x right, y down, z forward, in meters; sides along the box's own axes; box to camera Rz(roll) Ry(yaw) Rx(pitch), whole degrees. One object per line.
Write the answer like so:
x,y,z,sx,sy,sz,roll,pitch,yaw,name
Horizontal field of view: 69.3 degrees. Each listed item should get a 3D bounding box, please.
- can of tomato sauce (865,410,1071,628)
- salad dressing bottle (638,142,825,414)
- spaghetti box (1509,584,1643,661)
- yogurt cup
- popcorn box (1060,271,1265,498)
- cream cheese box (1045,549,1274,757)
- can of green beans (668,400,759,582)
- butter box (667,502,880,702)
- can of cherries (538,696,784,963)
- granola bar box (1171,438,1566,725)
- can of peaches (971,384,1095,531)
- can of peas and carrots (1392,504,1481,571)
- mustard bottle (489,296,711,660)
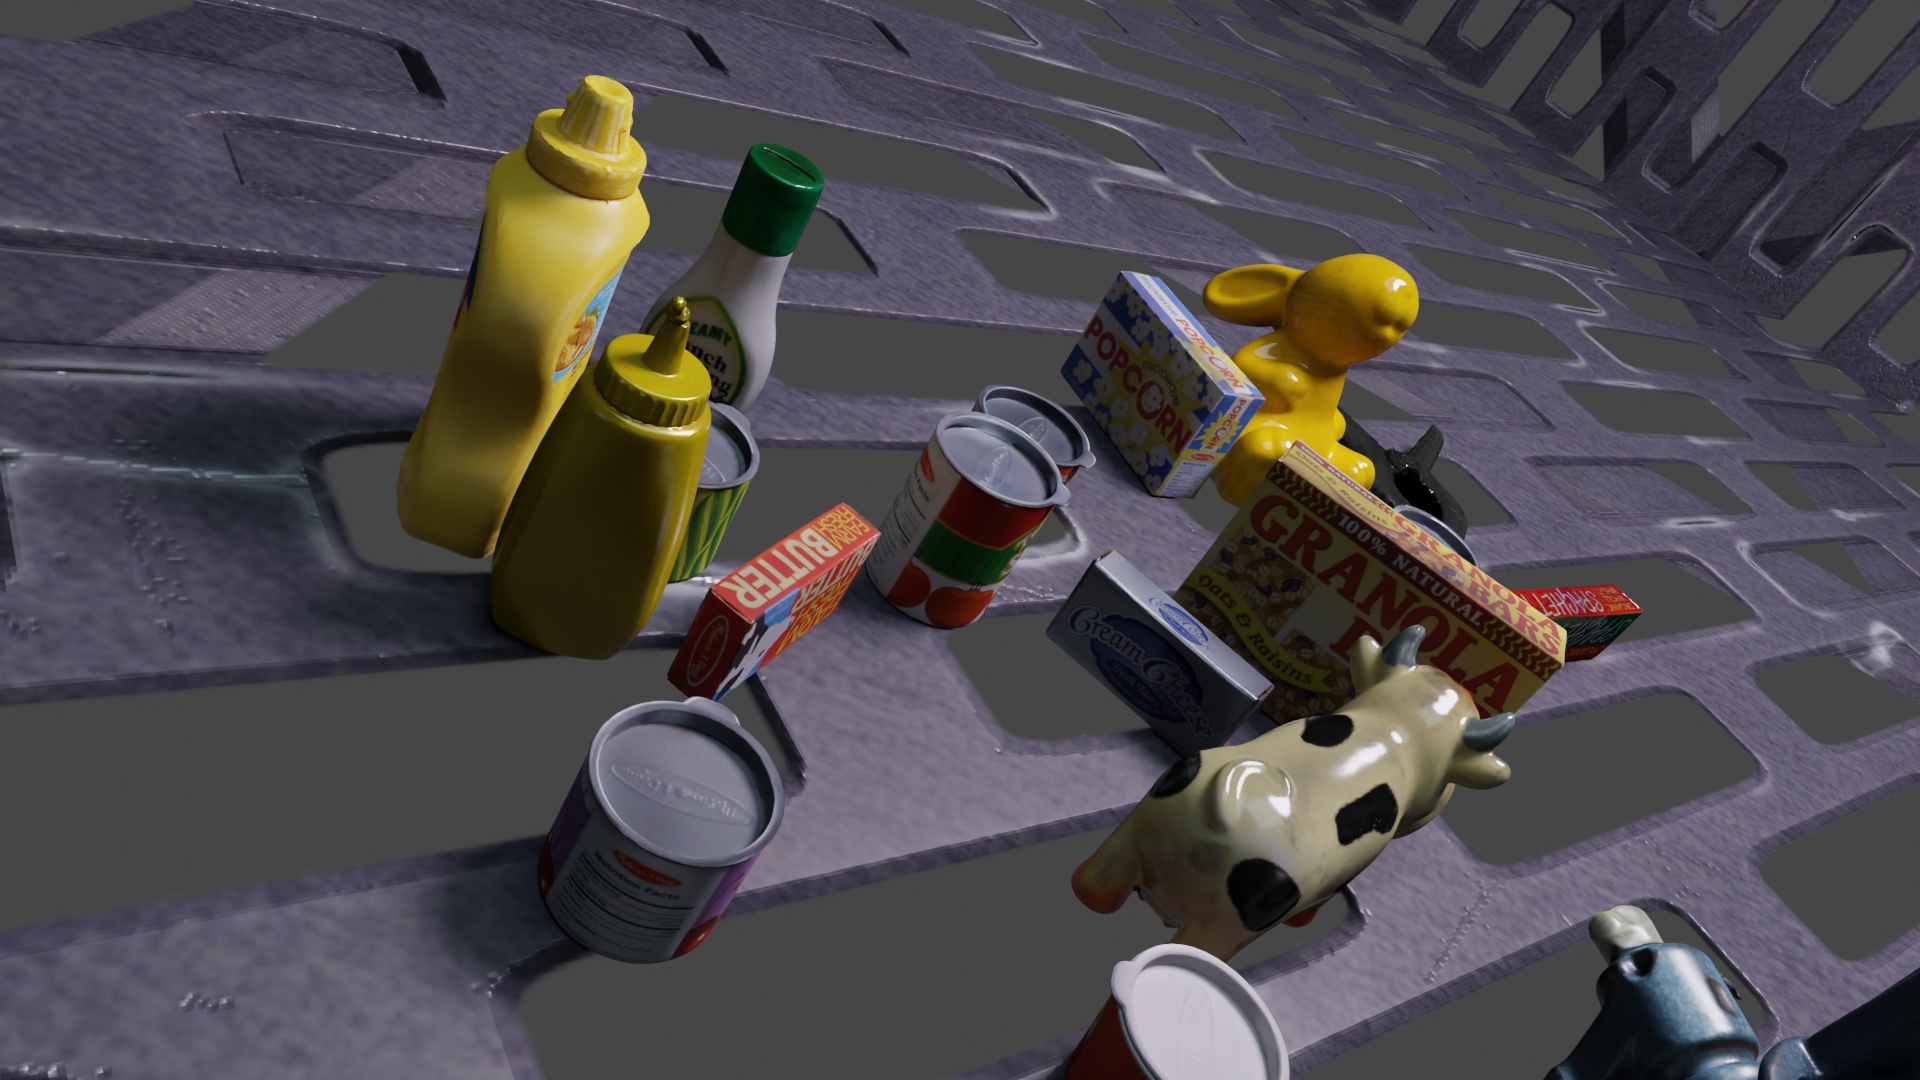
0.002,-0.008,0.663,0.071,0.082,0.071,22,34,-15,can of tomato sauce
-0.109,-0.115,0.653,0.064,0.147,0.044,32,32,-1,salad dressing bottle
0.360,0.058,0.898,0.251,0.050,0.029,-1,45,-40,spaghetti box
0.073,0.186,0.490,0.072,0.053,0.073,22,34,-15,yogurt cup
0.124,-0.100,0.881,0.038,0.084,0.127,1,43,-39,popcorn box
0.095,0.058,0.678,0.104,0.053,0.024,42,34,15,cream cheese box
-0.128,-0.024,0.600,0.071,0.057,0.071,22,34,-15,can of green beans
-0.077,0.025,0.582,0.024,0.053,0.104,38,33,9,butter box
-0.099,0.096,0.465,0.071,0.058,0.072,22,34,-15,can of cherries
0.202,0.046,0.716,0.166,0.123,0.039,38,33,9,granola bar box
0.029,-0.040,0.750,0.071,0.057,0.071,22,34,-15,can of peaches
0.280,0.021,0.873,0.071,0.058,0.071,22,34,-15,can of peas and carrots
-0.125,-0.025,0.510,0.065,0.159,0.049,21,34,-16,mustard bottle
